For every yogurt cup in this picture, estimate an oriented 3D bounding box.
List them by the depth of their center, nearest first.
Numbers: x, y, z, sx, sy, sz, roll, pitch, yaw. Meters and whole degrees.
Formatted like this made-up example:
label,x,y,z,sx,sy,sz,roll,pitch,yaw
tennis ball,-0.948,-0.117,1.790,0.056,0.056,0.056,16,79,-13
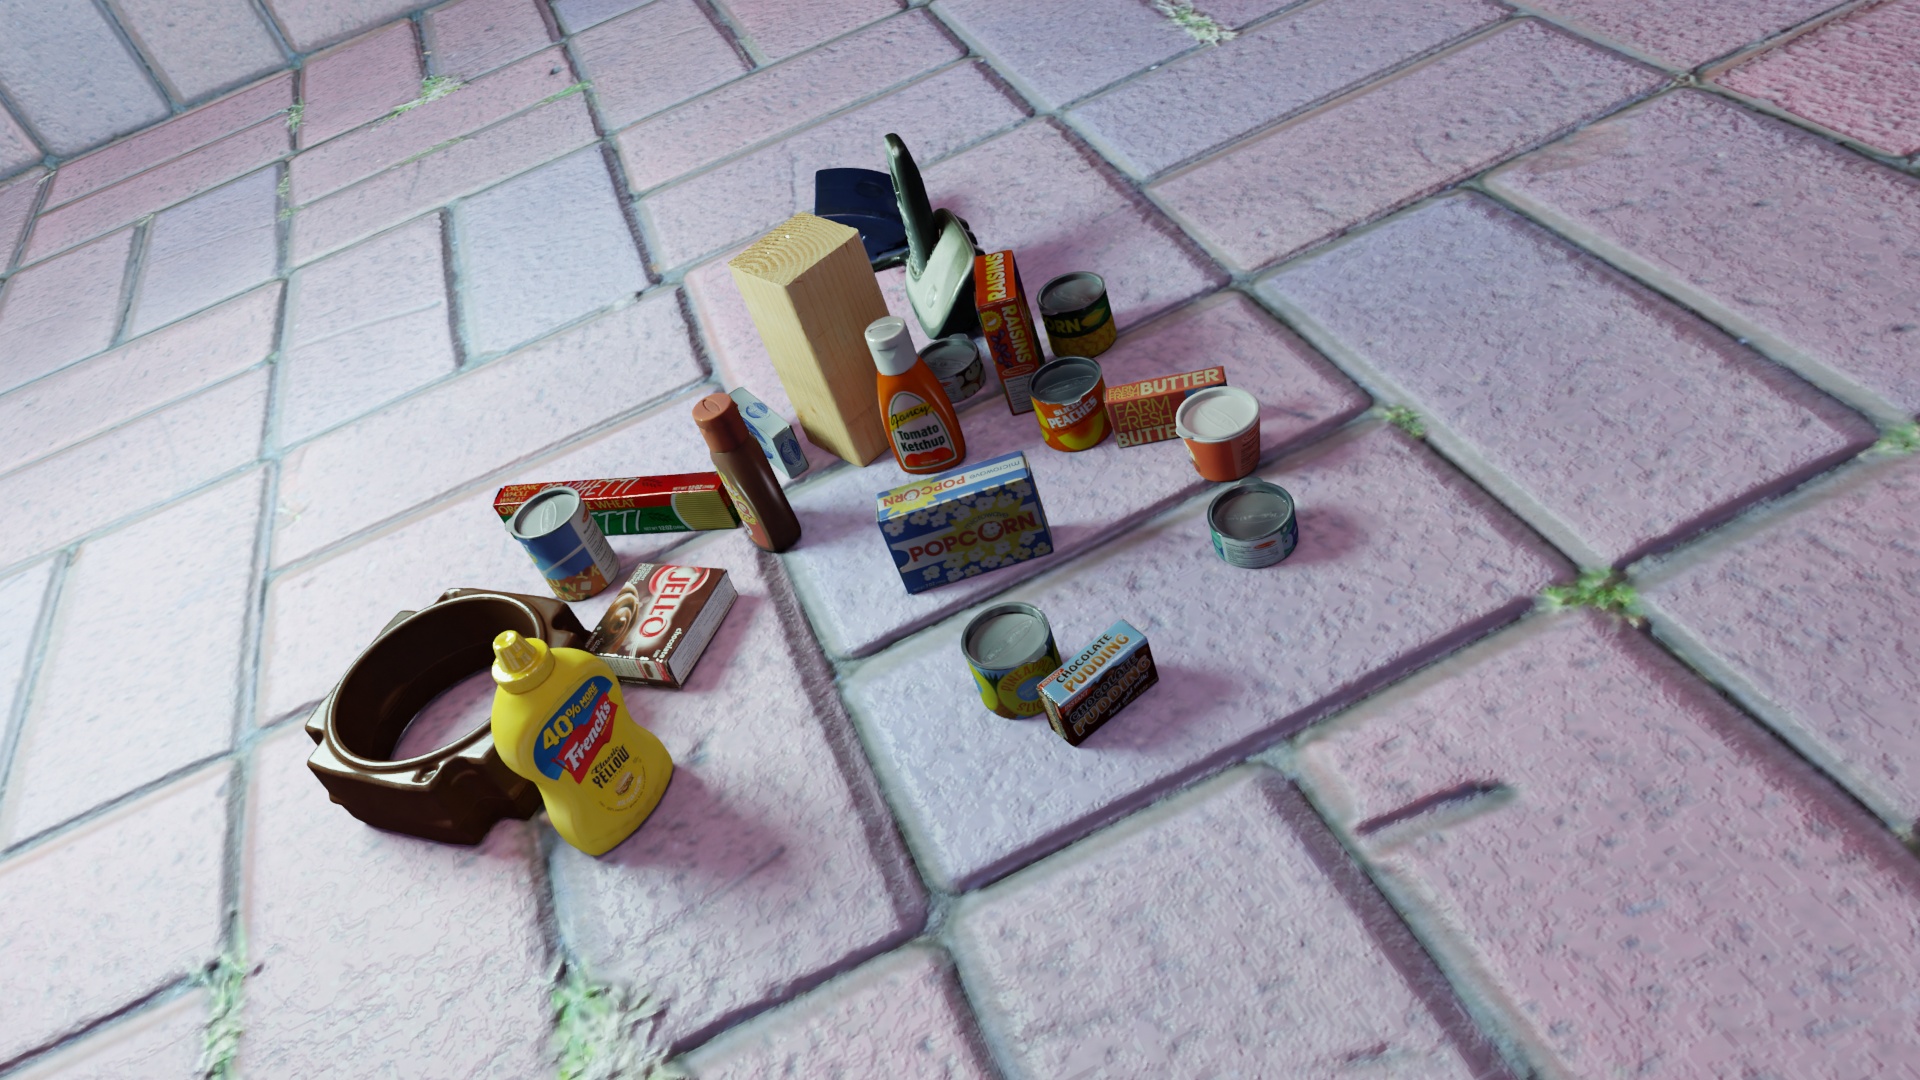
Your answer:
label,x,y,z,sx,sy,sz,roll,pitch,yaw
yogurt cup,0.214,-0.085,1.135,0.072,0.053,0.073,-12,41,10

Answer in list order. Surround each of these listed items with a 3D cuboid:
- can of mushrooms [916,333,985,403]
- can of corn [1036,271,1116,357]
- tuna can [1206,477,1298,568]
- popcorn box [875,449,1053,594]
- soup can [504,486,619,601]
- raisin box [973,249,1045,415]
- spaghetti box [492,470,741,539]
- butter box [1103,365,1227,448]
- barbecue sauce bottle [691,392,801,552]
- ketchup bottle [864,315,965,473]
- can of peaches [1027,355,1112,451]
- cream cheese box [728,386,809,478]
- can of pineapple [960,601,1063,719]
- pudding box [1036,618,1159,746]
label,x,y,z,sx,sy,sz,roll,pitch,yaw
can of mushrooms,-0.010,-0.164,1.331,0.071,0.033,0.071,-12,41,10
can of corn,0.109,-0.211,1.314,0.071,0.058,0.071,-12,41,10
tuna can,0.225,-0.014,1.068,0.071,0.032,0.071,-12,41,10
popcorn box,0.004,-0.014,1.119,0.127,0.084,0.038,-17,40,5
soup can,-0.357,0.004,1.249,0.071,0.083,0.072,-12,41,11
raisin box,0.046,-0.190,1.266,0.040,0.122,0.086,-12,41,10
spaghetti box,-0.323,-0.032,1.301,0.250,0.050,0.029,-3,43,20
butter box,0.178,-0.113,1.182,0.103,0.053,0.024,-9,42,13
barbecue sauce bottle,-0.186,-0.060,1.199,0.044,0.147,0.065,-35,42,-16
ketchup bottle,-0.044,-0.127,1.215,0.065,0.148,0.044,-11,41,12
can of peaches,0.098,-0.118,1.216,0.071,0.057,0.071,-12,41,10
cream cheese box,-0.185,-0.103,1.320,0.024,0.053,0.104,-35,42,-17
can of pineapple,0.040,0.089,1.011,0.071,0.057,0.071,-12,41,10
pudding box,0.097,0.100,0.981,0.084,0.049,0.030,-36,42,-17
